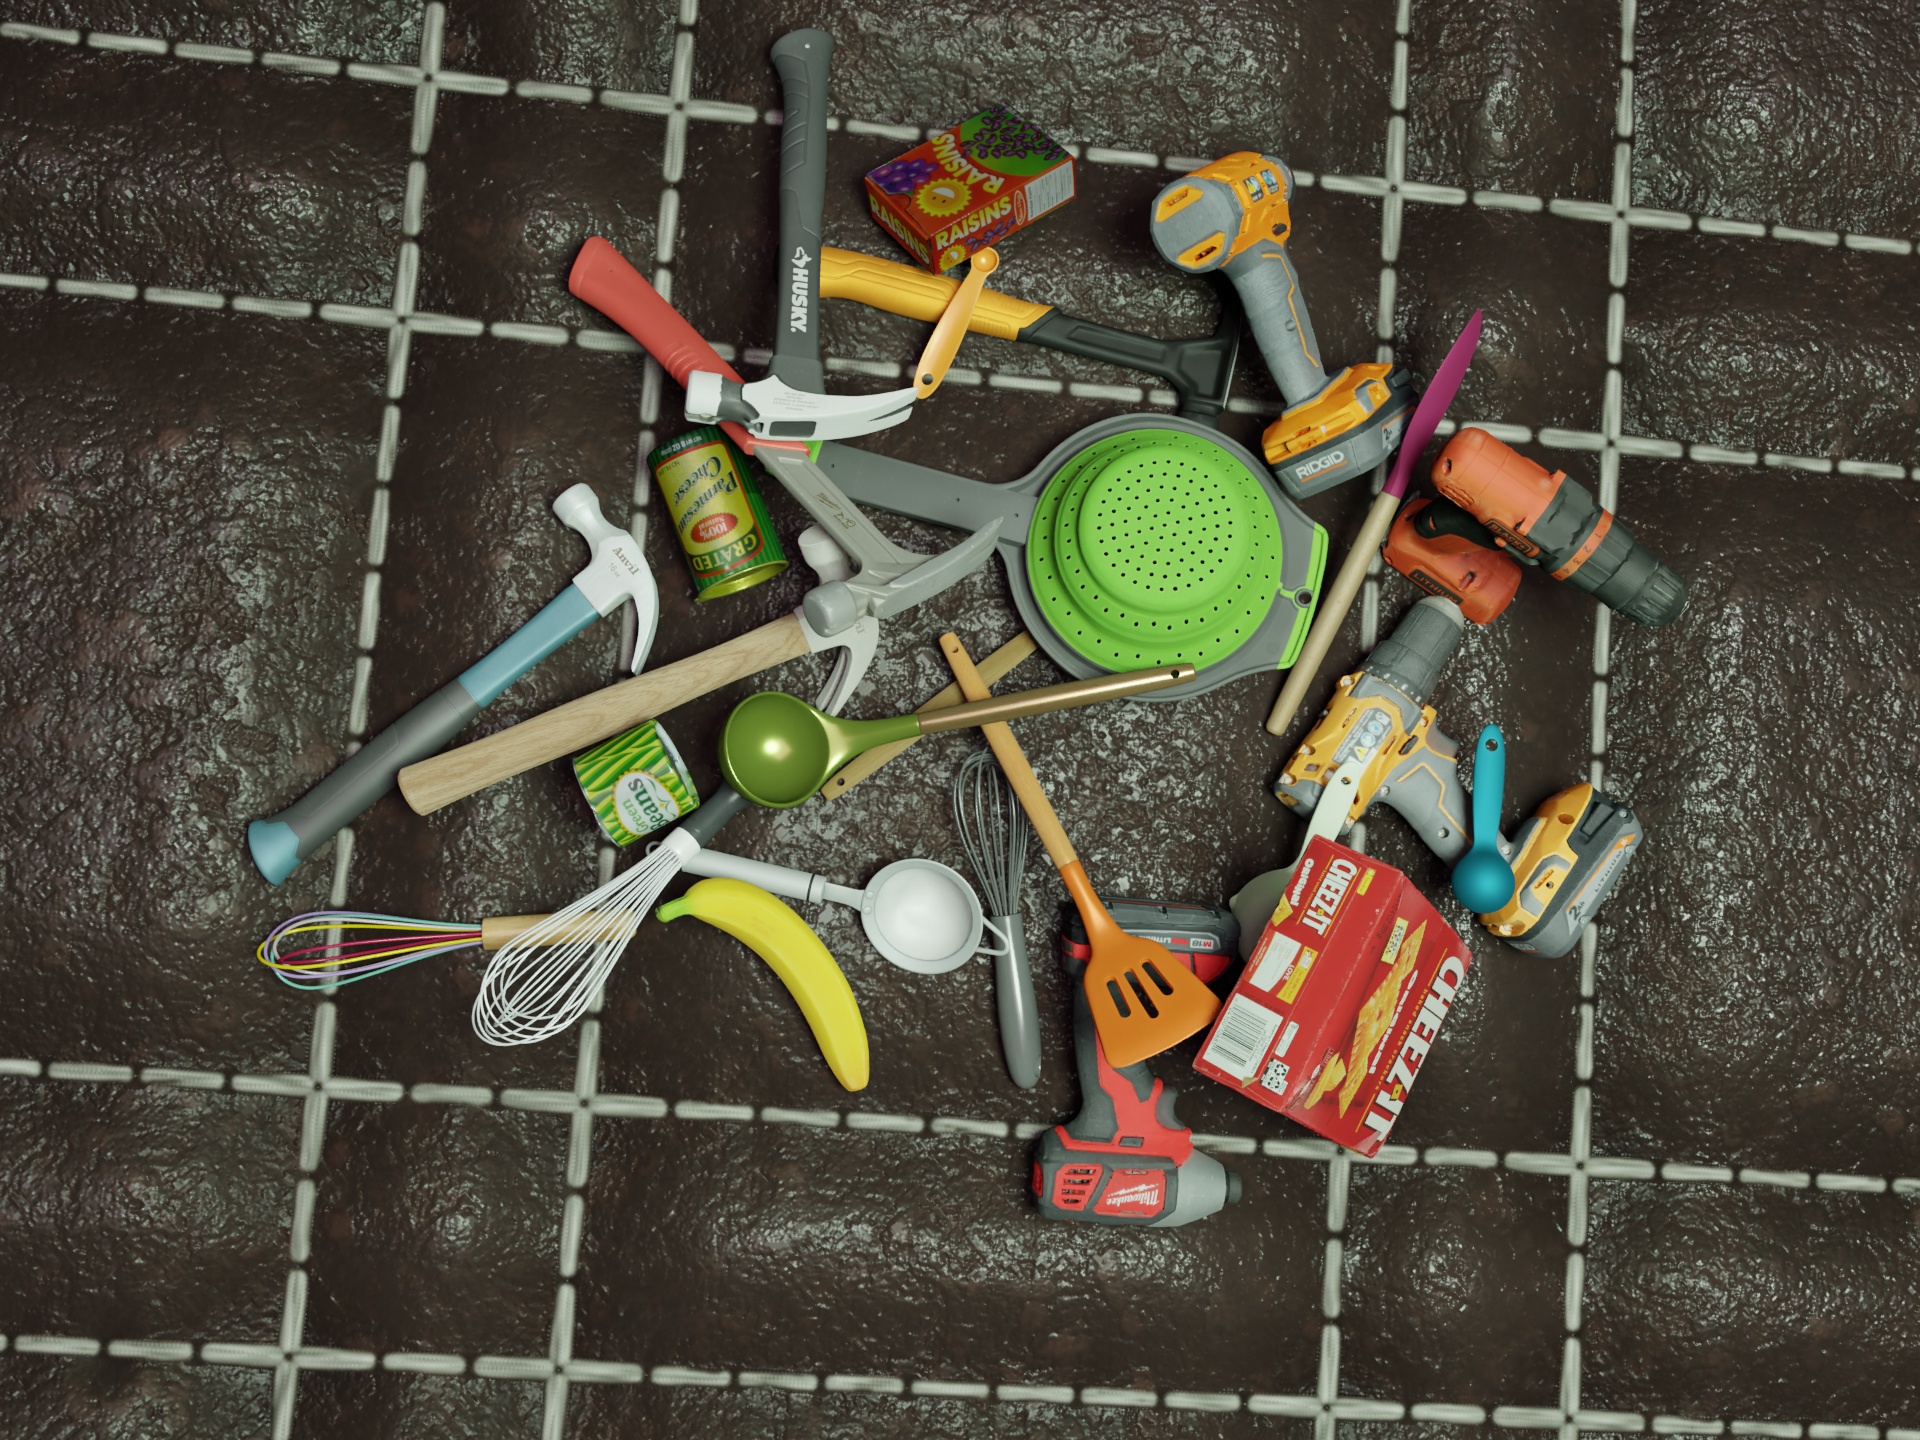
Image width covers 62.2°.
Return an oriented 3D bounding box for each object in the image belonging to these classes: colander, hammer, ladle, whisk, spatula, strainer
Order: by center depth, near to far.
[{"bbox_3d":[-0.206,0.105,1.044,0.070,0.070,0.285,45,64,-1],"label":"whisk"},{"bbox_3d":[0.060,0.072,1.046,0.081,0.041,0.323,-26,70,-5],"label":"spatula"},{"bbox_3d":[-0.002,-0.003,1.048,0.320,0.062,0.078,-11,86,1],"label":"ladle"},{"bbox_3d":[-0.136,-0.206,1.057,0.149,0.036,0.359,-30,66,-31],"label":"hammer"},{"bbox_3d":[-0.210,-0.014,1.061,0.331,0.031,0.130,-23,124,-5],"label":"hammer"},{"bbox_3d":[-0.342,0.148,1.065,0.245,0.047,0.051,-3,85,-9],"label":"whisk"},{"bbox_3d":[0.054,-0.141,1.073,0.397,0.094,0.204,15,83,4],"label":"colander"},{"bbox_3d":[-0.103,-0.336,1.076,0.146,0.035,0.335,5,66,-13],"label":"hammer"},{"bbox_3d":[-0.345,-0.011,1.082,0.331,0.033,0.128,-40,89,-7],"label":"hammer"},{"bbox_3d":[-0.090,0.115,1.091,0.258,0.050,0.086,13,111,2],"label":"strainer"},{"bbox_3d":[0.031,0.136,1.098,0.055,0.055,0.239,-7,90,-6],"label":"whisk"},{"bbox_3d":[0.029,-0.043,1.122,0.315,0.031,0.069,-37,85,-5],"label":"ladle"},{"bbox_3d":[0.034,-0.297,1.137,0.337,0.034,0.127,13,85,-4],"label":"hammer"}]

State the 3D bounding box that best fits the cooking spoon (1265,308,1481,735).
[{"bbox_3d":[0.287,-0.132,1.102,0.017,0.068,0.319,29,105,17],"label":"cooking spoon"}]

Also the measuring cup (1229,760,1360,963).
[{"bbox_3d":[0.238,0.106,1.083,0.083,0.038,0.167,17,115,1],"label":"measuring cup"}]

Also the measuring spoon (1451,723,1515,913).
[{"bbox_3d":[0.354,0.065,1.065,0.042,0.021,0.129,5,82,3],"label":"measuring spoon"}]

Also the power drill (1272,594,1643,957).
[{"bbox_3d":[0.360,0.037,1.120,0.226,0.084,0.185,35,83,3],"label":"power drill"}]

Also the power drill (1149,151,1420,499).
[{"bbox_3d":[0.229,-0.284,1.098,0.164,0.084,0.226,-42,105,-47],"label":"power drill"}]

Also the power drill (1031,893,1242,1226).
[{"bbox_3d":[0.128,0.234,1.085,0.143,0.078,0.220,6,88,-4],"label":"power drill"}]

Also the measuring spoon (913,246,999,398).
[{"bbox_3d":[-0.004,-0.277,1.113,0.021,0.011,0.117,26,89,5],"label":"measuring spoon"}]
